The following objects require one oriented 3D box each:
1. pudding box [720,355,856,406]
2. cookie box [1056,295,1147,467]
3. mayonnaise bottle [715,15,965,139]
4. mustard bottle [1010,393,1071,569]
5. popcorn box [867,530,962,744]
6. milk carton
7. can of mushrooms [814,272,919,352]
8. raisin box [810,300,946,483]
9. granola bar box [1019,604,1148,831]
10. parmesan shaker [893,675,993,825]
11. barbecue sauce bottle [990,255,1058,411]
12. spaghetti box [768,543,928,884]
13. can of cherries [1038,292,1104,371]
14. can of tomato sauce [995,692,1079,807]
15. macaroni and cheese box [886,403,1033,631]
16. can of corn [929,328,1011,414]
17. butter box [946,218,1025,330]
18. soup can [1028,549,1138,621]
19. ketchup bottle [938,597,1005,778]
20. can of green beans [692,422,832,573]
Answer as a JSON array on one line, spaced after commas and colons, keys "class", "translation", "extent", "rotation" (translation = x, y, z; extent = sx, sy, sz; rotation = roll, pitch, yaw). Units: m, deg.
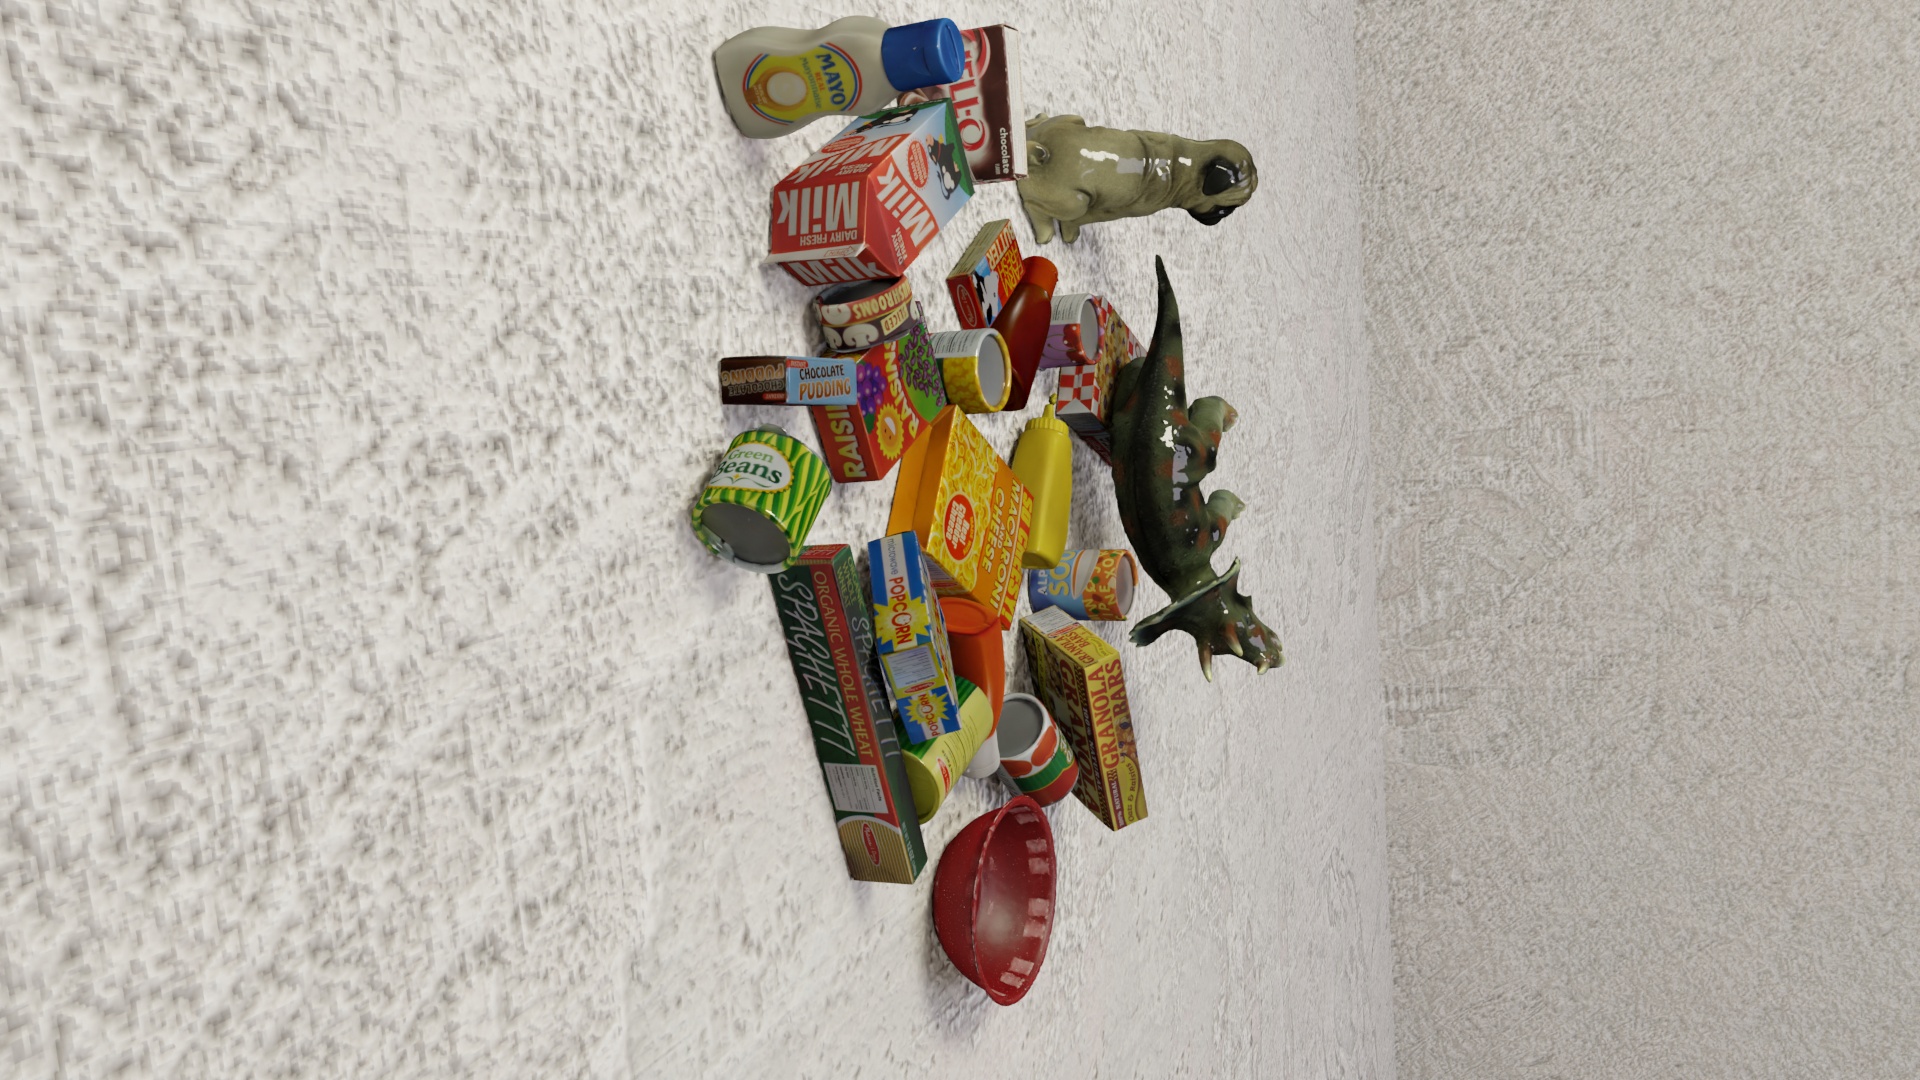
[{"class": "pudding box", "translation": [-0.105, -0.099, 0.862], "extent": [0.084, 0.049, 0.030], "rotation": [-10, 100, -64]}, {"class": "cookie box", "translation": [0.150, -0.156, 1.400], "extent": [0.167, 0.040, 0.123], "rotation": [34, 59, -60]}, {"class": "mayonnaise bottle", "translation": [-0.071, -0.280, 0.826], "extent": [0.041, 0.148, 0.064], "rotation": [-59, 140, -48]}, {"class": "mustard bottle", "translation": [0.071, -0.056, 1.225], "extent": [0.065, 0.049, 0.161], "rotation": [43, 51, -57]}, {"class": "popcorn box", "translation": [-0.033, 0.064, 0.959], "extent": [0.127, 0.038, 0.084], "rotation": [-101, 176, -53]}, {"class": "milk carton", "translation": [-0.061, -0.228, 0.931], "extent": [0.191, 0.072, 0.073], "rotation": [-58, 139, -48]}, {"class": "can of mushrooms", "translation": [-0.062, -0.154, 0.930], "extent": [0.071, 0.071, 0.033], "rotation": [-53, 134, -52]}, {"class": "raisin box", "translation": [-0.058, -0.106, 0.972], "extent": [0.124, 0.040, 0.085], "rotation": [-55, 138, -52]}, {"class": "granola bar box", "translation": [0.107, 0.154, 1.219], "extent": [0.039, 0.124, 0.165], "rotation": [-20, 113, -17]}, {"class": "parmesan shaker", "translation": [-0.025, 0.151, 1.001], "extent": [0.103, 0.071, 0.071], "rotation": [-47, 131, -56]}, {"class": "barbecue sauce bottle", "translation": [0.052, -0.184, 1.196], "extent": [0.064, 0.043, 0.149], "rotation": [65, 34, -46]}, {"class": "spaghetti box", "translation": [-0.073, 0.118, 0.921], "extent": [0.029, 0.050, 0.249], "rotation": [-49, 132, -57]}, {"class": "can of cherries", "translation": [0.094, -0.189, 1.266], "extent": [0.071, 0.058, 0.071], "rotation": [5, 84, -64]}, {"class": "can of tomato sauce", "translation": [0.057, 0.174, 1.165], "extent": [0.082, 0.071, 0.071], "rotation": [58, 40, -46]}, {"class": "macaroni and cheese box", "translation": [0.004, -0.014, 1.094], "extent": [0.166, 0.040, 0.124], "rotation": [45, 51, -55]}, {"class": "can of corn", "translation": [0.001, -0.127, 1.072], "extent": [0.071, 0.058, 0.071], "rotation": [3, 86, -64]}, {"class": "butter box", "translation": [0.023, -0.222, 1.159], "extent": [0.104, 0.024, 0.053], "rotation": [-61, 141, -46]}, {"class": "soup can", "translation": [0.112, 0.039, 1.265], "extent": [0.071, 0.084, 0.071], "rotation": [5, 85, -64]}, {"class": "ketchup bottle", "translation": [0.006, 0.118, 1.074], "extent": [0.044, 0.065, 0.148], "rotation": [-38, 134, -41]}, {"class": "can of green beans", "translation": [-0.117, -0.023, 0.817], "extent": [0.071, 0.071, 0.058], "rotation": [65, 35, -41]}]
